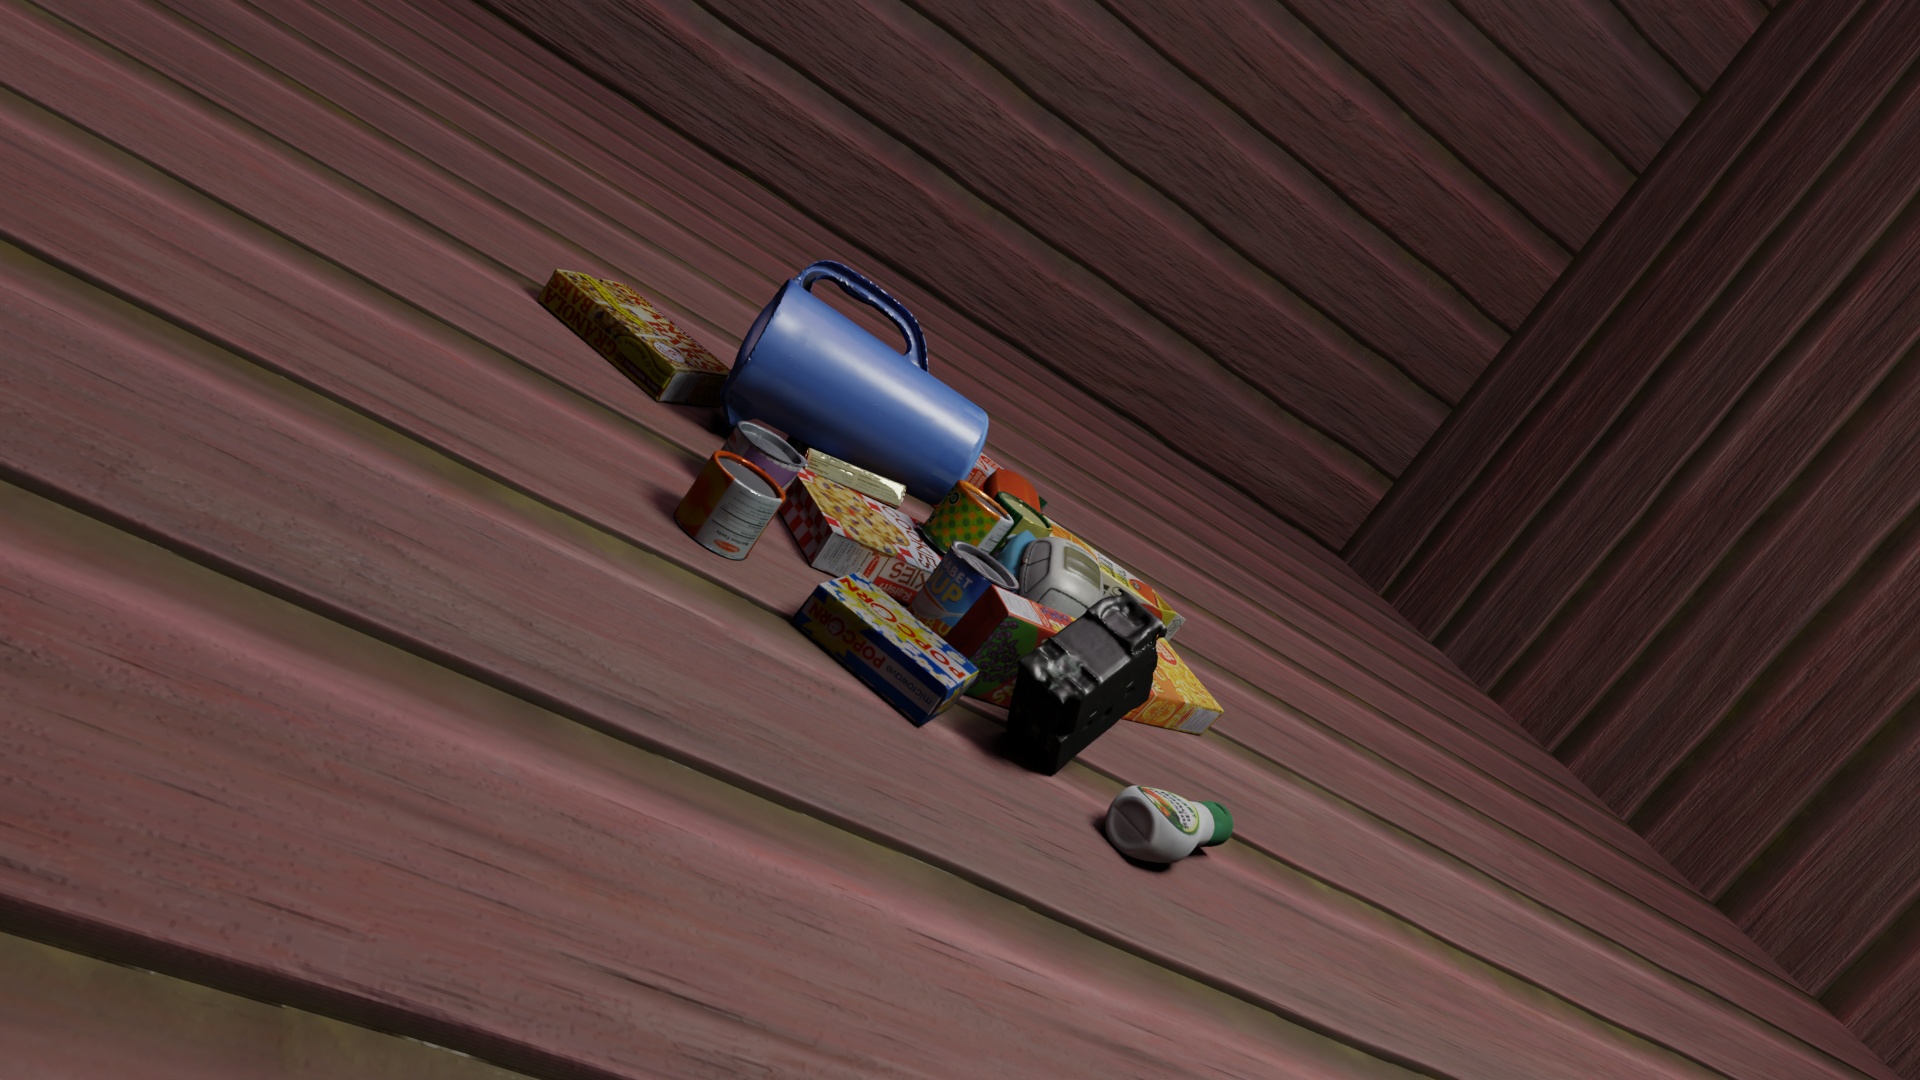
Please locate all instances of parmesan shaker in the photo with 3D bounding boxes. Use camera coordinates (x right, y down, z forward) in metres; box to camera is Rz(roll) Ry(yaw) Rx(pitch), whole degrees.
[{"bbox_3d":[0.036,0.012,1.346,0.071,0.103,0.071,34,13,-9],"label":"parmesan shaker"}]

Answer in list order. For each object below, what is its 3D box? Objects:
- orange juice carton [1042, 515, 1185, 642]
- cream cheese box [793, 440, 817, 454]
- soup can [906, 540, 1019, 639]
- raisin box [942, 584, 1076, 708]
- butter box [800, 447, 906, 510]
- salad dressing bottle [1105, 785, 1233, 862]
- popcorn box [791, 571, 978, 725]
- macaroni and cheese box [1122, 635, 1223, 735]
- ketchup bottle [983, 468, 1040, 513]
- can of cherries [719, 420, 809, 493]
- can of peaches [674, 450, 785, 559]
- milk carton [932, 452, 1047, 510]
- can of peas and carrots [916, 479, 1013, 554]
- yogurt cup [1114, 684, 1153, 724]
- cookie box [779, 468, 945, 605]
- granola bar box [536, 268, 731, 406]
[{"bbox_3d":[0.148,0.060,1.517,0.192,0.071,0.073,34,14,-6],"label":"orange juice carton"},{"bbox_3d":[-0.120,-0.056,1.365,0.104,0.024,0.053,31,16,-18],"label":"cream cheese box"},{"bbox_3d":[-0.004,0.051,1.160,0.071,0.083,0.071,33,13,-9],"label":"soup can"},{"bbox_3d":[0.047,0.093,1.135,0.123,0.086,0.040,24,24,-41],"label":"raisin box"},{"bbox_3d":[-0.108,-0.054,1.310,0.103,0.024,0.053,21,-18,-21],"label":"butter box"},{"bbox_3d":[0.167,0.221,1.083,0.064,0.044,0.147,43,15,33],"label":"salad dressing bottle"},{"bbox_3d":[-0.054,0.079,1.041,0.127,0.038,0.085,38,14,10],"label":"popcorn box"},{"bbox_3d":[0.179,0.131,1.401,0.166,0.040,0.124,19,27,-50],"label":"macaroni and cheese box"},{"bbox_3d":[0.057,-0.020,1.460,0.064,0.043,0.149,34,23,-18],"label":"ketchup bottle"},{"bbox_3d":[-0.173,-0.058,1.176,0.071,0.058,0.072,33,13,-8],"label":"can of cherries"},{"bbox_3d":[-0.177,-0.029,1.068,0.071,0.058,0.071,33,14,-9],"label":"can of peaches"},{"bbox_3d":[0.000,-0.068,1.594,0.190,0.072,0.073,36,14,4],"label":"milk carton"},{"bbox_3d":[0.005,-0.016,1.283,0.071,0.058,0.071,37,10,-7],"label":"can of peas and carrots"},{"bbox_3d":[0.135,0.133,1.280,0.072,0.054,0.072,33,14,-9],"label":"yogurt cup"},{"bbox_3d":[-0.077,0.004,1.239,0.167,0.040,0.123,24,18,-36],"label":"cookie box"},{"bbox_3d":[-0.310,-0.196,1.349,0.166,0.039,0.124,39,14,14],"label":"granola bar box"}]
